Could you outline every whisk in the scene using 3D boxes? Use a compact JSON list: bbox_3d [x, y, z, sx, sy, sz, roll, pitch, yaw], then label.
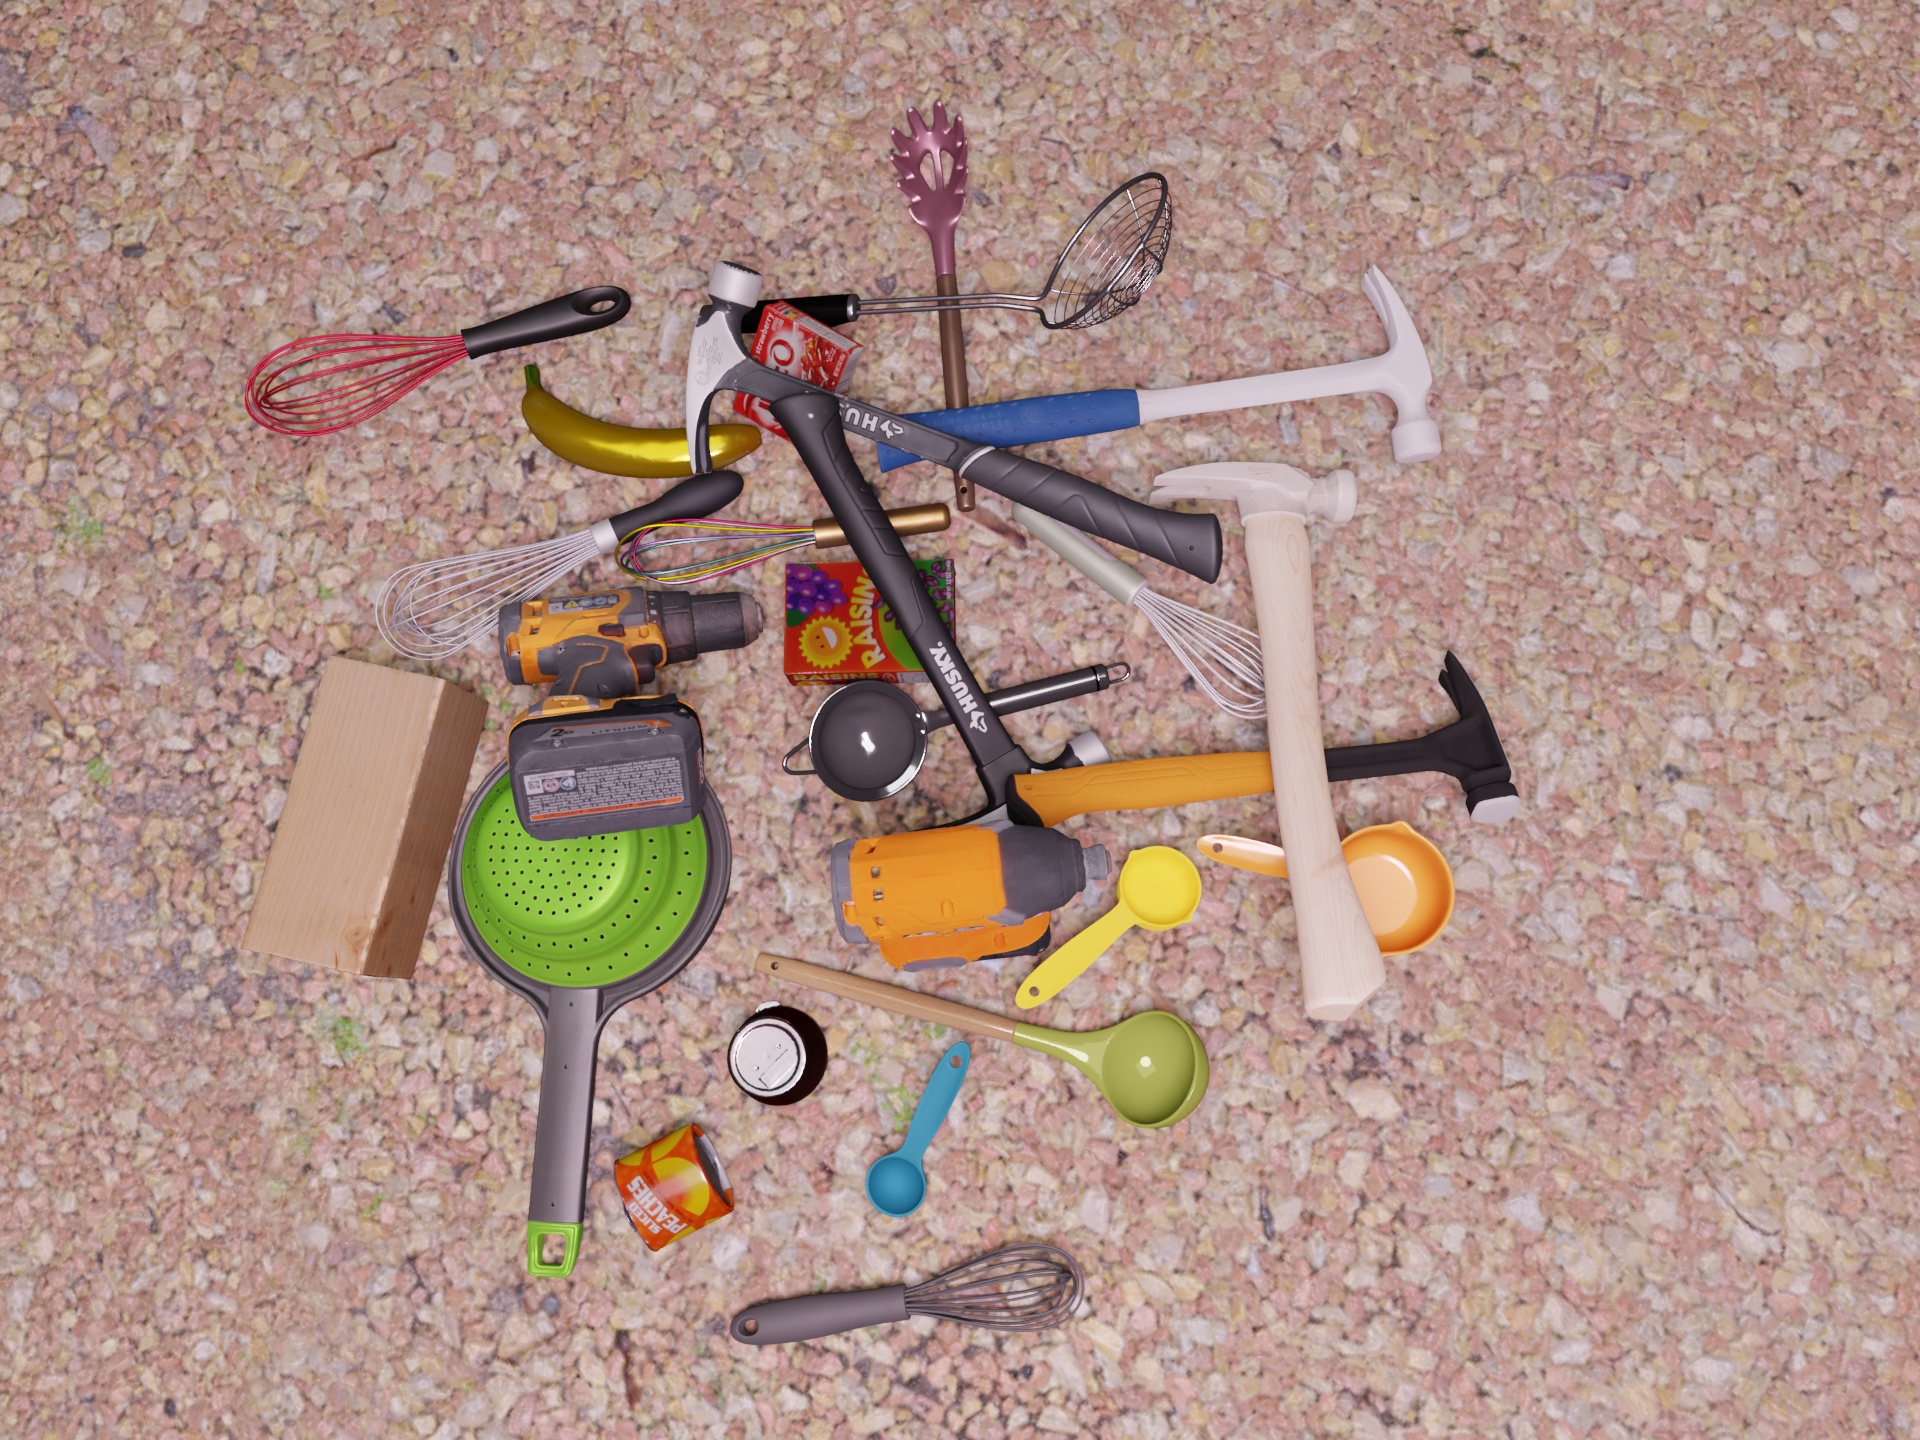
[{"bbox_3d":[-0.036,0.388,1.051,0.239,0.055,0.055,-10,78,5],"label":"whisk"},{"bbox_3d":[-0.393,-0.279,1.205,0.296,0.073,0.073,-18,78,-8],"label":"whisk"},{"bbox_3d":[0.133,-0.087,1.139,0.246,0.058,0.059,39,113,14],"label":"whisk"},{"bbox_3d":[-0.291,-0.123,1.166,0.284,0.070,0.070,-25,78,-7],"label":"whisk"},{"bbox_3d":[-0.128,-0.134,1.154,0.245,0.051,0.047,-9,109,-6],"label":"whisk"}]

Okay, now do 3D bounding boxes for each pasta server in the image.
[{"bbox_3d":[-0.010,-0.311,1.197,0.060,0.040,0.316,-7,79,12],"label":"pasta server"}]

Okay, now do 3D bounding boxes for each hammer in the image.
[{"bbox_3d":[0.211,-0.003,1.050,0.146,0.038,0.411,1,59,-2],"label":"hammer"},{"bbox_3d":[0.196,0.028,1.078,0.337,0.034,0.127,-7,54,-3],"label":"hammer"},{"bbox_3d":[-0.009,-0.182,1.106,0.409,0.036,0.149,23,106,10],"label":"hammer"},{"bbox_3d":[-0.037,-0.074,1.089,0.146,0.035,0.334,-30,95,-9],"label":"hammer"},{"bbox_3d":[0.139,-0.235,1.158,0.405,0.035,0.144,-8,84,-1],"label":"hammer"}]

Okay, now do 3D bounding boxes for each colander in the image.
[{"bbox_3d":[-0.270,0.174,1.081,0.204,0.094,0.397,2,78,4],"label":"colander"}]

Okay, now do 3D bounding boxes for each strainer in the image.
[{"bbox_3d":[-0.002,-0.004,1.132,0.258,0.050,0.087,-14,102,-6],"label":"strainer"}]

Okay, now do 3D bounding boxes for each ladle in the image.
[{"bbox_3d":[0.010,0.204,1.080,0.320,0.062,0.078,14,77,9],"label":"ladle"}]

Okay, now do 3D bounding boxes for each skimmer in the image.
[{"bbox_3d":[-0.026,-0.326,1.145,0.363,0.090,0.127,0,52,15],"label":"skimmer"}]

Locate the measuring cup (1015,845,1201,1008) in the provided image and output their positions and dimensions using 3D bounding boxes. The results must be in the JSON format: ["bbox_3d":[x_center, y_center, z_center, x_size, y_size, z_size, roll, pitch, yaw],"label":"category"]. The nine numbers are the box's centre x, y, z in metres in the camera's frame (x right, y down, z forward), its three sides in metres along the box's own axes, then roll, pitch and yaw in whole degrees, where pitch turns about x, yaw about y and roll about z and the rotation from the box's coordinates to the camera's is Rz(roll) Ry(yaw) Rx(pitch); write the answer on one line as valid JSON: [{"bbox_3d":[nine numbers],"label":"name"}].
[{"bbox_3d":[0.098,0.147,1.090,0.156,0.029,0.062,-37,78,-13],"label":"measuring cup"}]

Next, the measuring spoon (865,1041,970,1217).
[{"bbox_3d":[-0.023,0.274,1.074,0.042,0.021,0.128,26,92,11],"label":"measuring spoon"}]

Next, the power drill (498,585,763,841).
[{"bbox_3d":[-0.218,-0.021,1.076,0.185,0.084,0.226,-7,34,-10],"label":"power drill"}]

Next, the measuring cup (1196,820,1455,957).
[{"bbox_3d":[0.246,0.108,1.089,0.173,0.052,0.095,14,79,8],"label":"measuring cup"}]

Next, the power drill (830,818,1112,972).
[{"bbox_3d":[0.011,0.109,1.011,0.164,0.226,0.084,-7,78,2],"label":"power drill"}]
